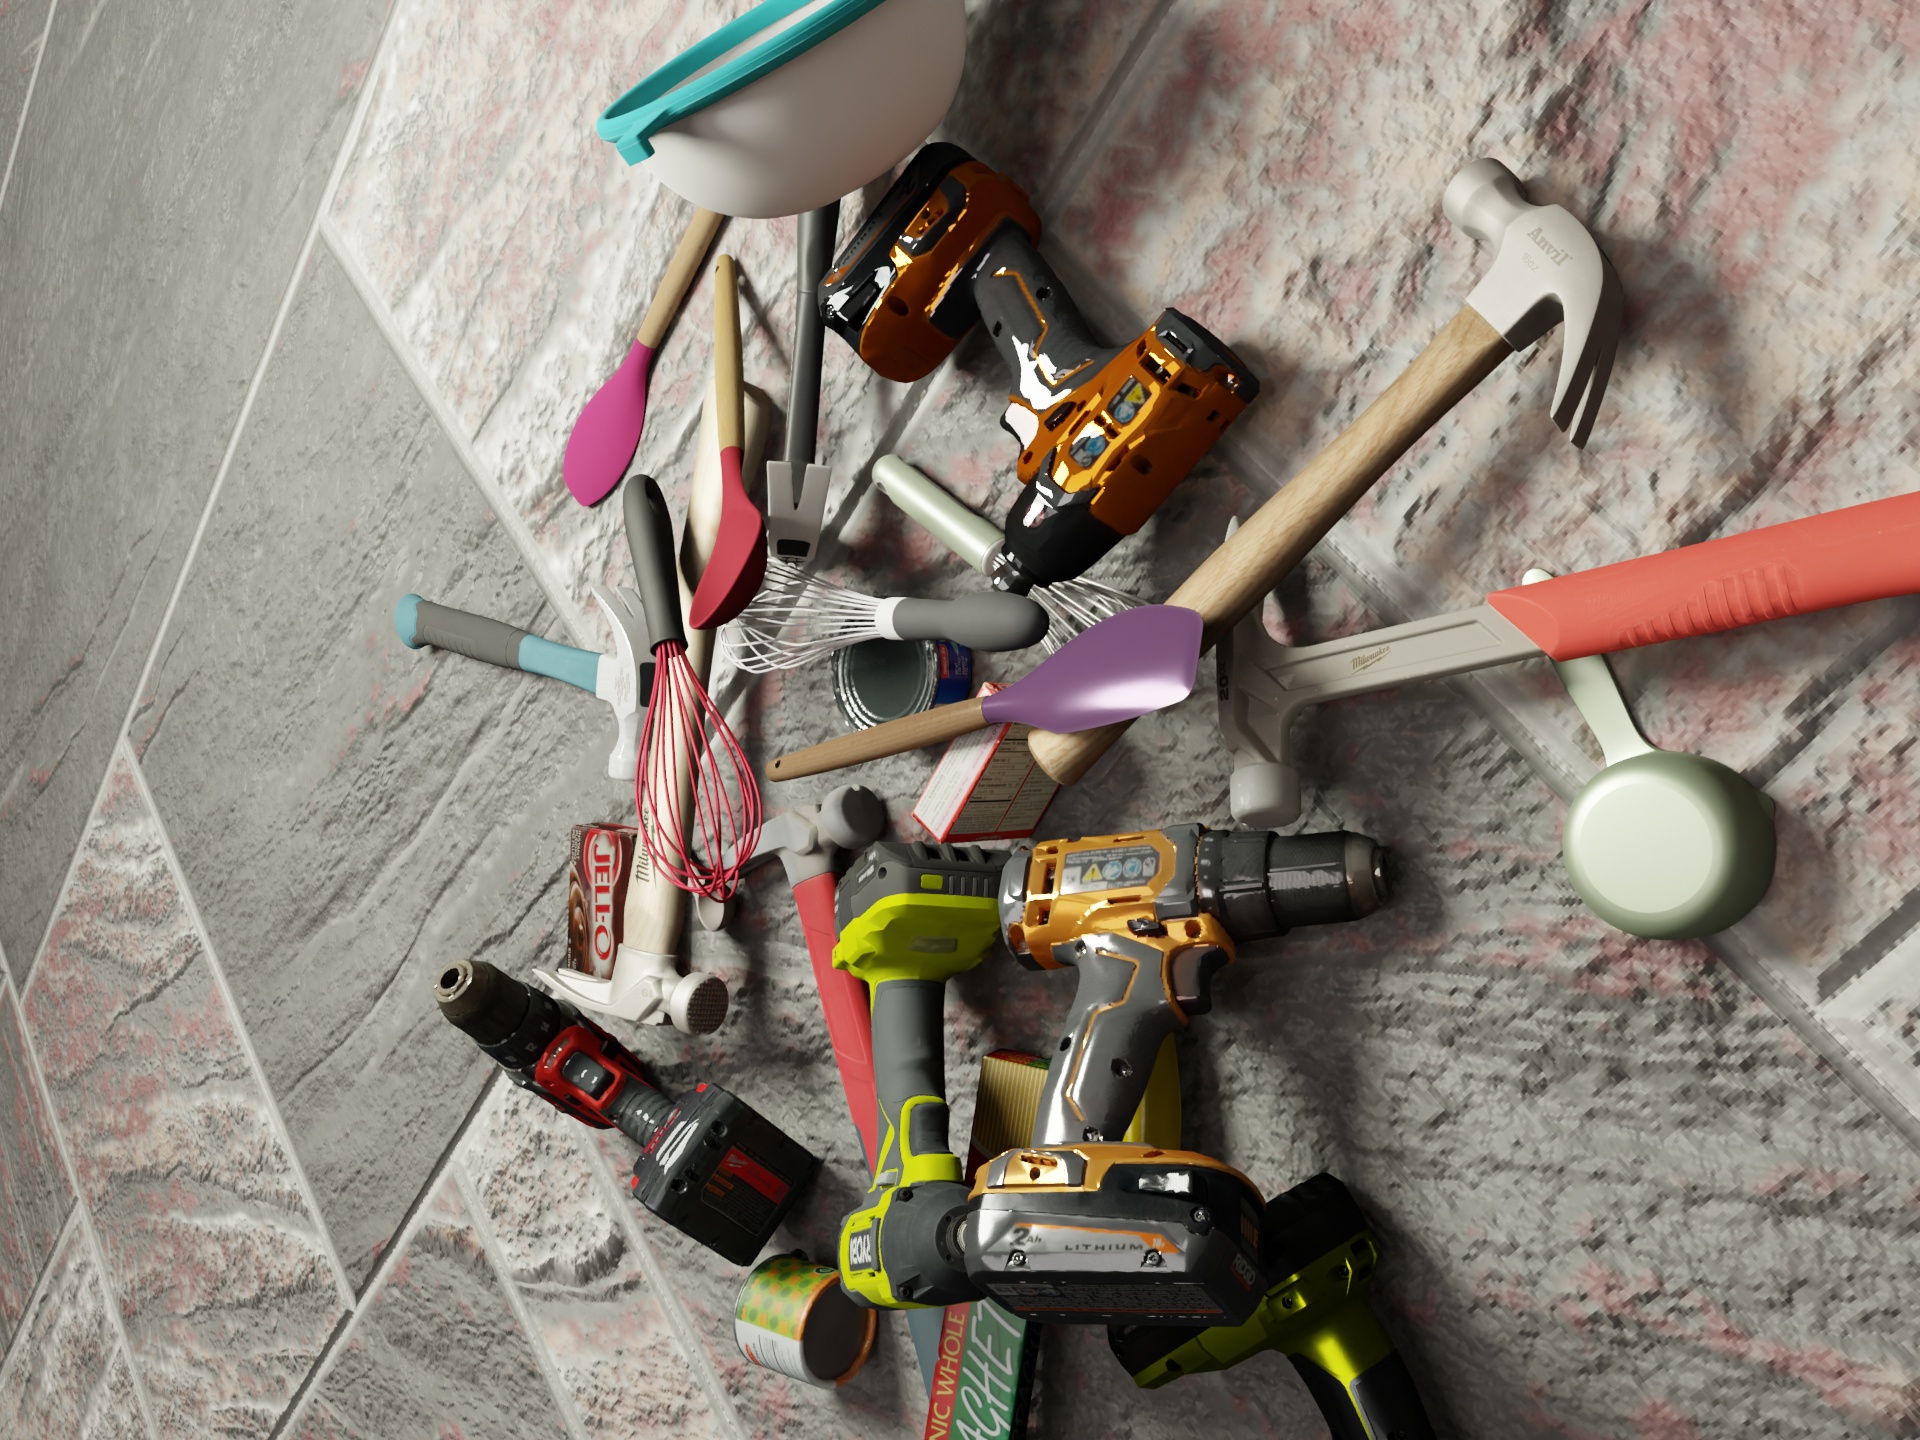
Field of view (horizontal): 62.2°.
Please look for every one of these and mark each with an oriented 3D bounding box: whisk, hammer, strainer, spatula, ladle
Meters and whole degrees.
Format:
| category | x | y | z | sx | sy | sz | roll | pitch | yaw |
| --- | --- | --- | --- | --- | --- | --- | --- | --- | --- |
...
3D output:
| category | x | y | z | sx | sy | sz | roll | pitch | yaw |
| --- | --- | --- | --- | --- | --- | --- | --- | --- | --- |
| whisk | -0.053 | -0.056 | 0.867 | 0.285 | 0.070 | 0.070 | 6 | 94 | 48 |
| hammer | -0.184 | -0.016 | 1.015 | 0.146 | 0.038 | 0.411 | 5 | 85 | 36 |
| hammer | -0.057 | 0.242 | 0.939 | 0.143 | 0.038 | 0.386 | -29 | 71 | 40 |
| strainer | -0.020 | -0.354 | 0.827 | 0.340 | 0.095 | 0.211 | -28 | 28 | 3 |
| hammer | 0.260 | -0.054 | 0.635 | 0.359 | 0.036 | 0.149 | -14 | 65 | 40 |
| spatula | -0.001 | -0.003 | 0.801 | 0.316 | 0.018 | 0.060 | -17 | 53 | 46 |
| whisk | 0.027 | -0.085 | 0.864 | 0.059 | 0.057 | 0.247 | -43 | 53 | -6 |
| hammer | 0.150 | -0.087 | 0.708 | 0.331 | 0.031 | 0.130 | -46 | 47 | 22 |
| hammer | -0.330 | -0.051 | 1.188 | 0.331 | 0.033 | 0.128 | 15 | 100 | 41 |
| ladle | -0.139 | -0.177 | 0.953 | 0.069 | 0.031 | 0.316 | -39 | 43 | 36 |
| whisk | -0.171 | -0.026 | 0.951 | 0.073 | 0.073 | 0.296 | -36 | 57 | 36 |
| hammer | -0.086 | -0.264 | 0.934 | 0.146 | 0.035 | 0.335 | 148 | 126 | -81 |

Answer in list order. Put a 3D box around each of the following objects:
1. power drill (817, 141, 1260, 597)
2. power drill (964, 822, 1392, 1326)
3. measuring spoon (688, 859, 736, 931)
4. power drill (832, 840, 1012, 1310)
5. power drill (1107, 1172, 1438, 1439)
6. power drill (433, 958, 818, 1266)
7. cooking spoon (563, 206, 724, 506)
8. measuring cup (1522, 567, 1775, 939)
| category | x | y | z | sx | sy | sz | roll | pitch | yaw |
| --- | --- | --- | --- | --- | --- | --- | --- | --- | --- |
| power drill | 0.025 | -0.177 | 0.823 | 0.164 | 0.084 | 0.227 | -50 | 61 | 15 |
| power drill | 0.099 | 0.145 | 0.712 | 0.185 | 0.084 | 0.226 | -9 | 50 | 25 |
| measuring spoon | -0.181 | 0.095 | 1.070 | 0.124 | 0.018 | 0.034 | 47 | 126 | 39 |
| power drill | -0.017 | 0.182 | 0.813 | 0.171 | 0.080 | 0.223 | 129 | 143 | -63 |
| power drill | 0.167 | 0.343 | 0.712 | 0.190 | 0.080 | 0.229 | -46 | 64 | 31 |
| power drill | -0.217 | 0.233 | 0.994 | 0.227 | 0.187 | 0.080 | 22 | 68 | 38 |
| cooking spoon | -0.204 | -0.280 | 1.085 | 0.069 | 0.017 | 0.318 | 52 | 122 | 28 |
| measuring cup | 0.264 | 0.010 | 0.649 | 0.083 | 0.038 | 0.168 | -34 | 69 | 37 |
